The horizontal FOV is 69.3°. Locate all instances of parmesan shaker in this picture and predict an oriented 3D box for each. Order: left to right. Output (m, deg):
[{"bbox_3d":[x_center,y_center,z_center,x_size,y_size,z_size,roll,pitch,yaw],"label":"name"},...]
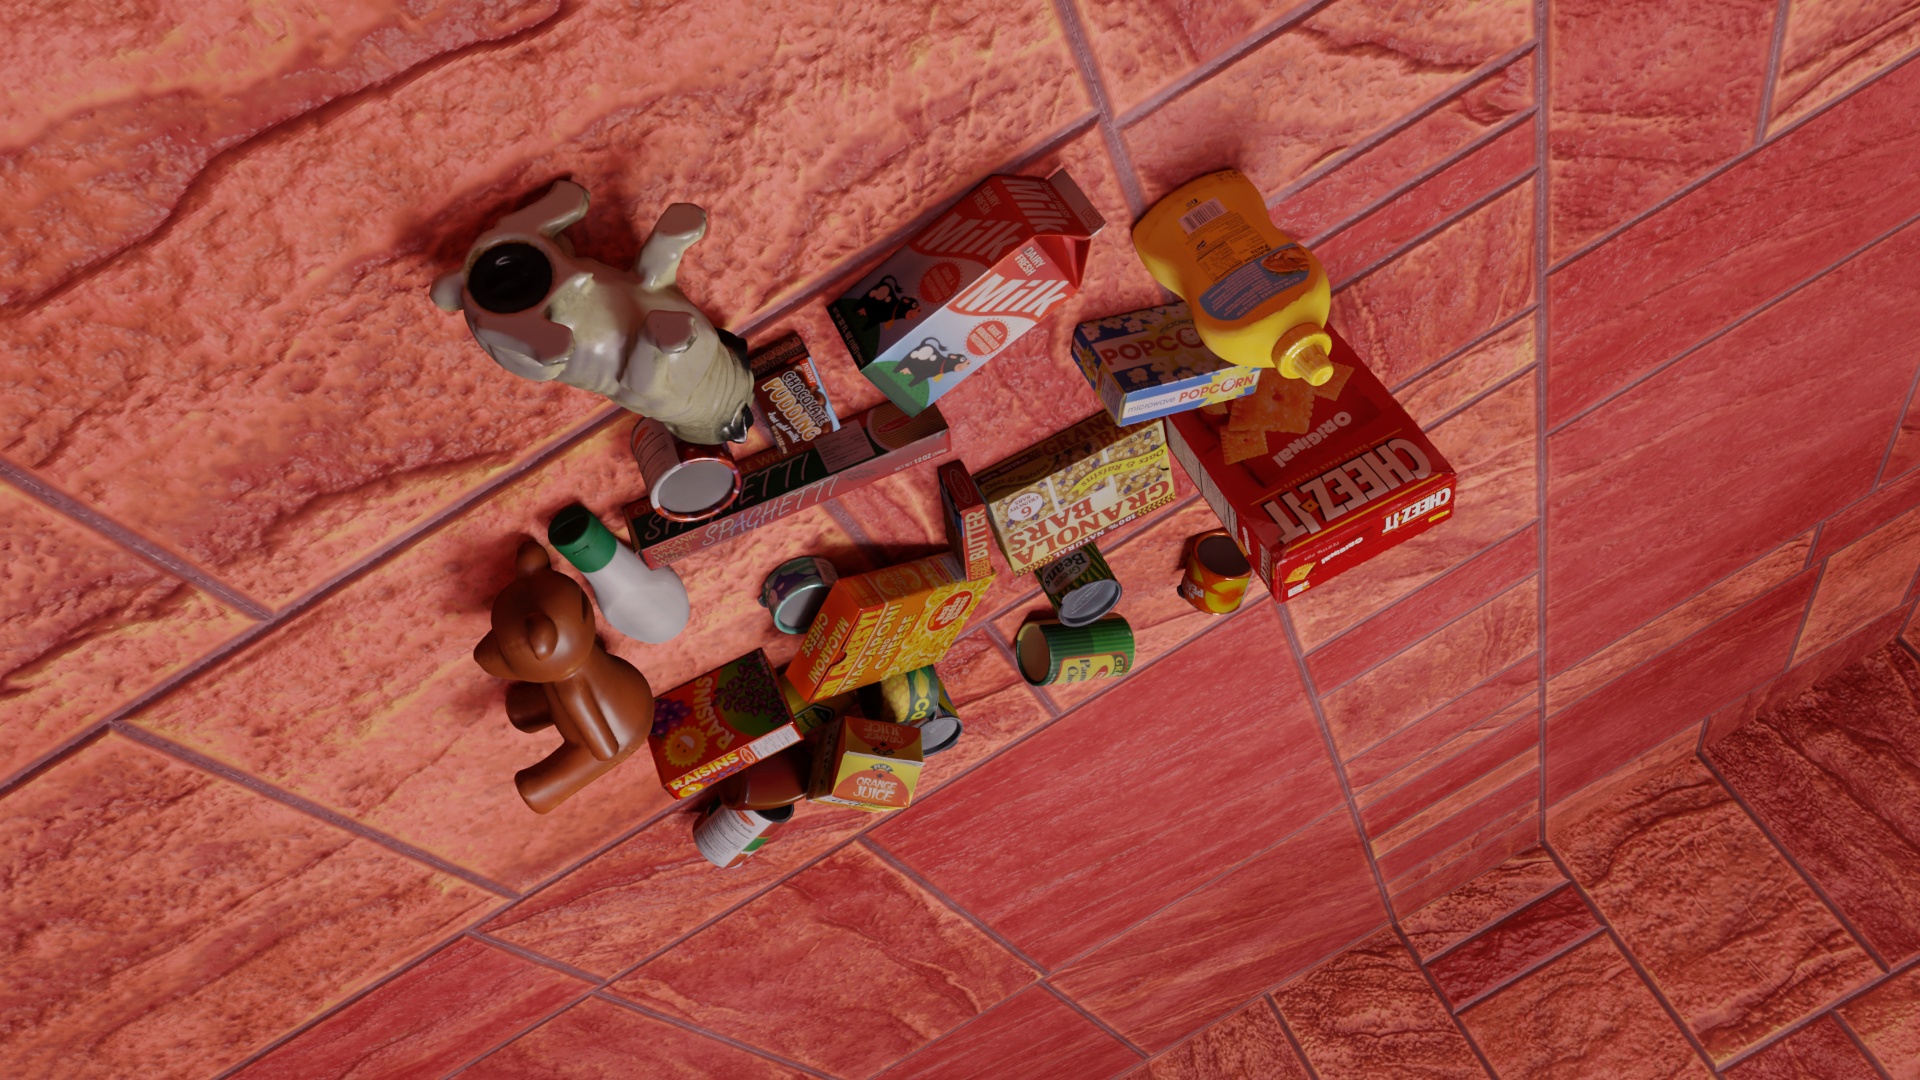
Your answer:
[{"bbox_3d":[0.114,0.111,1.399,0.103,0.071,0.071,-4,138,-30],"label":"parmesan shaker"}]

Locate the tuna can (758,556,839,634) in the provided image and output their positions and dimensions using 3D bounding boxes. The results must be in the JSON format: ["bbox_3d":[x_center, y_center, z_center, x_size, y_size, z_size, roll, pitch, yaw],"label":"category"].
[{"bbox_3d":[-0.134,0.048,1.179,0.071,0.033,0.070,-19,143,-15],"label":"tuna can"}]

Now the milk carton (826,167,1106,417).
[{"bbox_3d":[0.010,-0.179,0.961,0.190,0.072,0.073,-37,143,11],"label":"milk carton"}]

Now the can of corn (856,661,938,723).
[{"bbox_3d":[-0.060,0.141,1.313,0.058,0.071,0.070,-6,139,-27],"label":"can of corn"}]

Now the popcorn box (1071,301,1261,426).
[{"bbox_3d":[0.163,-0.143,1.099,0.127,0.085,0.038,-15,142,-18],"label":"popcorn box"}]

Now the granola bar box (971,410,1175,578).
[{"bbox_3d":[0.104,-0.045,1.220,0.166,0.039,0.123,-27,145,-3],"label":"granola bar box"}]

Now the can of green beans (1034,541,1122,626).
[{"bbox_3d":[0.111,0.038,1.312,0.071,0.058,0.071,-18,144,-14],"label":"can of green beans"}]

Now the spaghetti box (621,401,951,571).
[{"bbox_3d":[-0.130,-0.047,1.050,0.250,0.050,0.028,-23,143,-8],"label":"spaghetti box"}]

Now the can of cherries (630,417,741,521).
[{"bbox_3d":[-0.193,-0.055,0.989,0.071,0.058,0.071,-18,143,-14],"label":"can of cherries"}]

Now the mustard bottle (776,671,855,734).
[{"bbox_3d":[-0.177,0.164,1.280,0.160,0.049,0.065,-29,149,0],"label":"mustard bottle"}]

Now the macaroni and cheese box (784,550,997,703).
[{"bbox_3d":[-0.059,0.073,1.219,0.167,0.040,0.123,-14,145,-46],"label":"macaroni and cheese box"}]

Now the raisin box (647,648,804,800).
[{"bbox_3d":[-0.211,0.162,1.221,0.123,0.086,0.040,-26,146,-4],"label":"raisin box"}]

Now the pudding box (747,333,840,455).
[{"bbox_3d":[-0.123,-0.105,1.000,0.050,0.030,0.083,-26,145,-6],"label":"pudding box"}]

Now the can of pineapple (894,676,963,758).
[{"bbox_3d":[-0.038,0.175,1.381,0.071,0.058,0.070,-18,144,-14],"label":"can of pineapple"}]

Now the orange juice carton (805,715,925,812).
[{"bbox_3d":[-0.087,0.205,1.272,0.072,0.073,0.192,12,165,-12],"label":"orange juice carton"}]

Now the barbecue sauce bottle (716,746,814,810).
[{"bbox_3d":[-0.171,0.229,1.358,0.043,0.065,0.148,-20,162,33],"label":"barbecue sauce bottle"}]

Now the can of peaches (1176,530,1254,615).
[{"bbox_3d":[0.258,0.032,1.399,0.071,0.071,0.057,-14,142,-19],"label":"can of peaches"}]

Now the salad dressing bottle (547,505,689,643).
[{"bbox_3d":[-0.260,0.027,1.059,0.064,0.044,0.147,-29,144,1],"label":"salad dressing bottle"}]

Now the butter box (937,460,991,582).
[{"bbox_3d":[0.004,-0.015,1.178,0.024,0.053,0.103,-19,144,-10],"label":"butter box"}]

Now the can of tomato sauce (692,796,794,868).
[{"bbox_3d":[-0.215,0.275,1.378,0.071,0.071,0.083,18,125,-46],"label":"can of tomato sauce"}]
